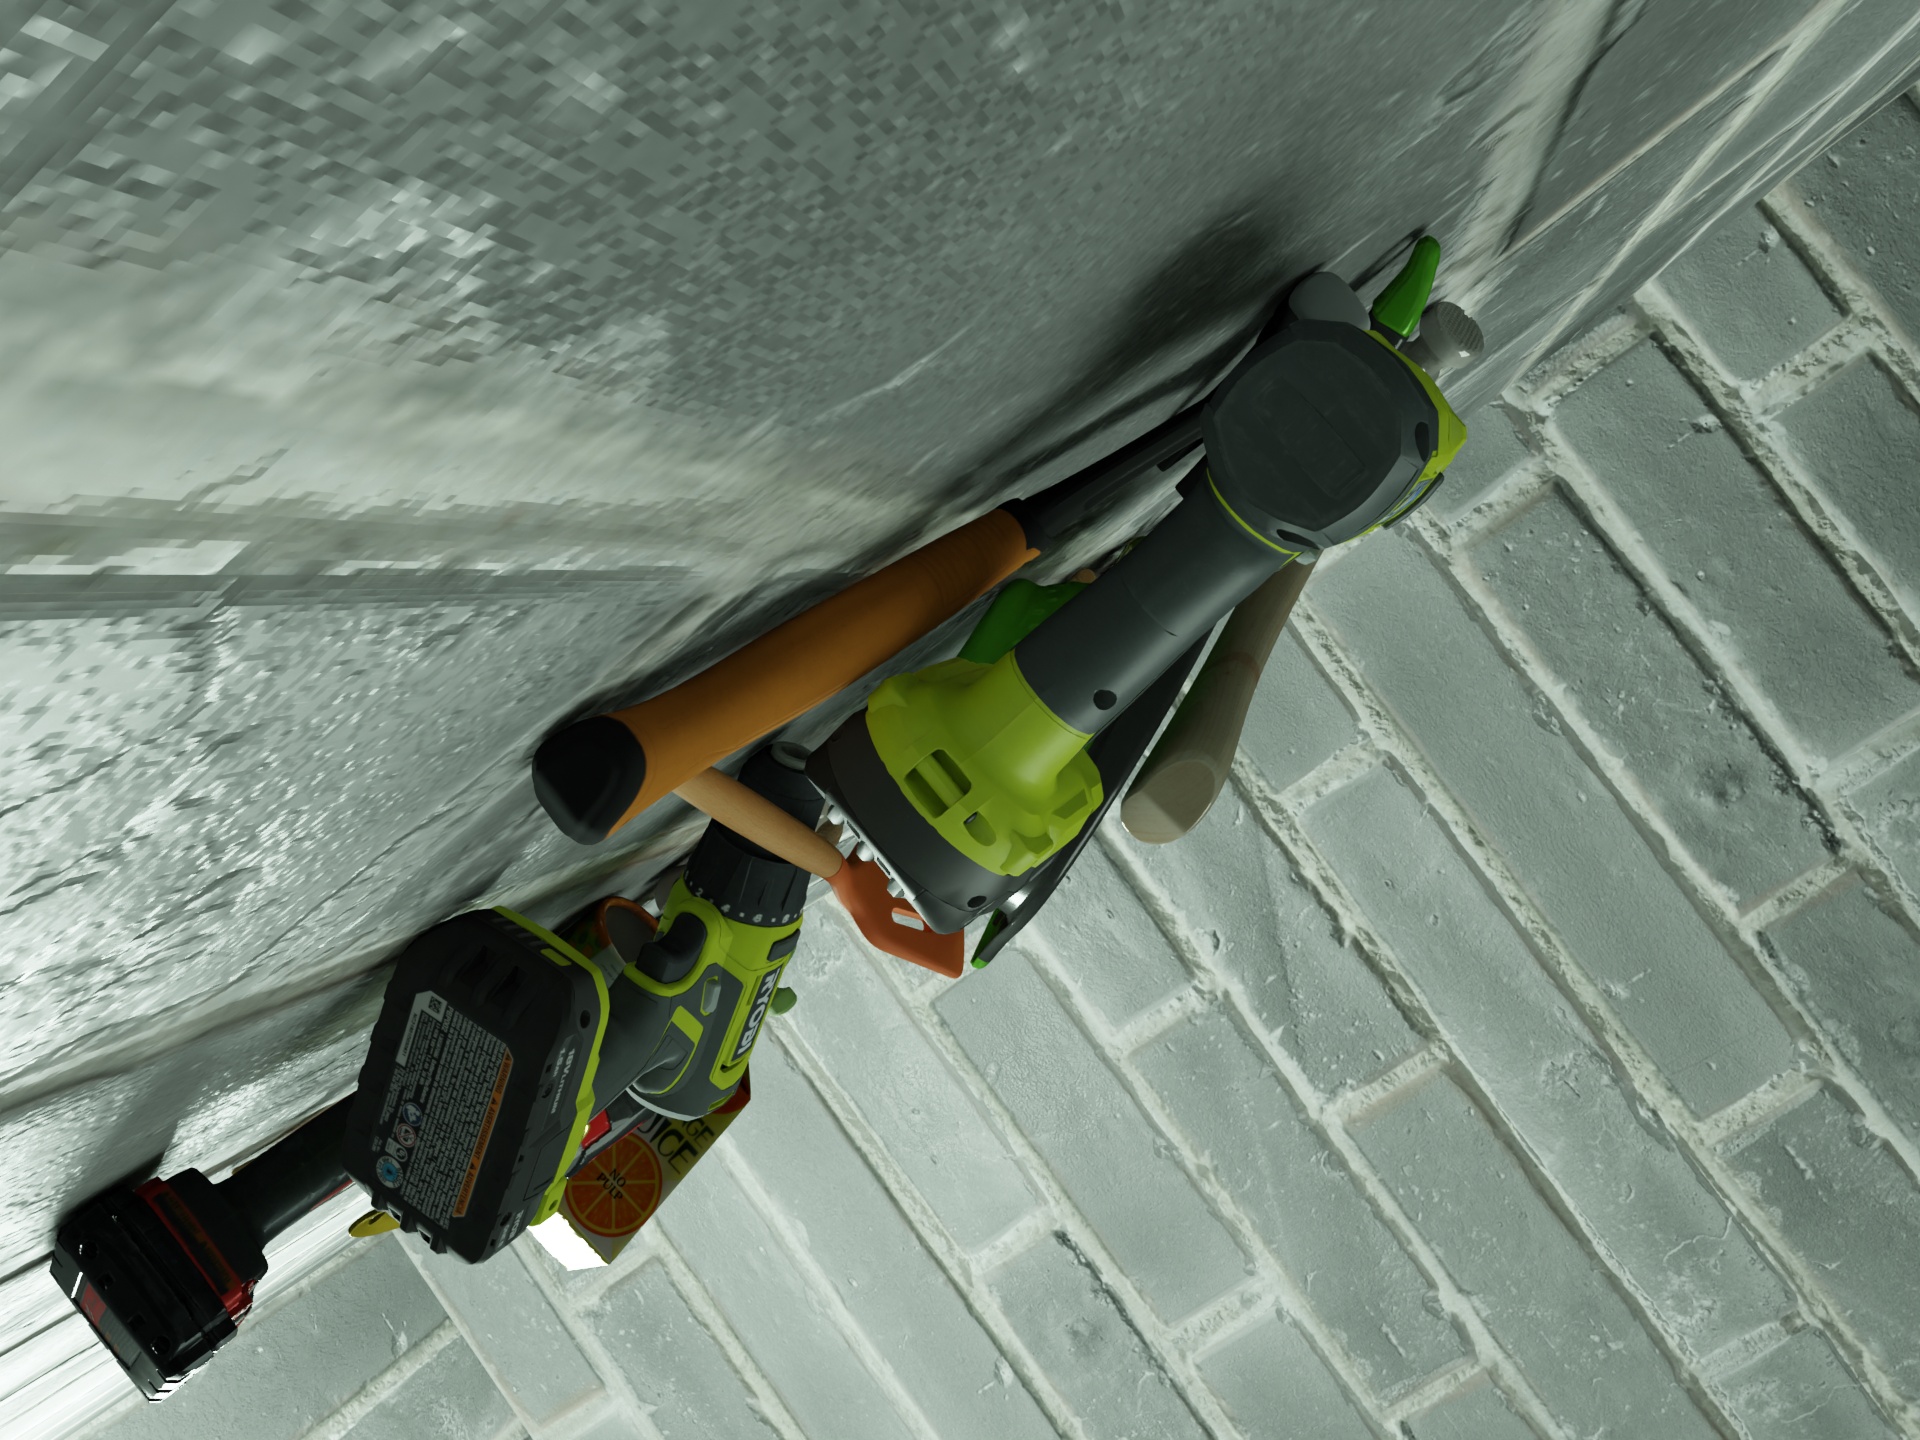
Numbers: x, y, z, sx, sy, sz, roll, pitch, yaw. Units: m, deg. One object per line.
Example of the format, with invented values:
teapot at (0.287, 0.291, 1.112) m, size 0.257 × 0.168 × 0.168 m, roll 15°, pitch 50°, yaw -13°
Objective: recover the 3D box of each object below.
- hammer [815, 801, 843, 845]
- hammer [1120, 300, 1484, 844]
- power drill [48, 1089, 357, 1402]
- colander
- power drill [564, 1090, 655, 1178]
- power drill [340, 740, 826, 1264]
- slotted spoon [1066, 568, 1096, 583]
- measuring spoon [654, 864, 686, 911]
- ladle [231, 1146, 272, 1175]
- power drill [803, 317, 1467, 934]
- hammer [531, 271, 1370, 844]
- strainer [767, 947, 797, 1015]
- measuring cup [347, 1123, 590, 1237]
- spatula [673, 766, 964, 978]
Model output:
hammer at (-0.105, 0.092, 1.057) m, size 0.331 × 0.031 × 0.130 m, roll -85°, pitch -164°, yaw -88°
hammer at (0.167, -0.078, 0.833) m, size 0.146 × 0.038 × 0.411 m, roll -41°, pitch -170°, yaw 48°
power drill at (-0.298, 0.209, 0.752) m, size 0.227 × 0.080 × 0.188 m, roll -37°, pitch 177°, yaw -40°
colander at (0.074, -0.064, 0.742) m, size 0.397 × 0.094 × 0.204 m, roll -59°, pitch 179°, yaw 28°
power drill at (-0.268, 0.241, 0.990) m, size 0.143 × 0.078 × 0.220 m, roll -34°, pitch -172°, yaw -31°
power drill at (-0.142, 0.112, 0.686) m, size 0.228 × 0.080 × 0.190 m, roll -23°, pitch 139°, yaw -64°
slotted spoon at (0.039, -0.039, 1.066) m, size 0.070 × 0.031 × 0.313 m, roll -35°, pitch 174°, yaw -20°
measuring spoon at (-0.139, 0.067, 0.903) m, size 0.124 × 0.018 × 0.034 m, roll -47°, pitch 171°, yaw 31°
ladle at (-0.266, 0.174, 0.924) m, size 0.320 × 0.062 × 0.078 m, roll -26°, pitch 168°, yaw -30°
power drill at (0.066, -0.036, 0.528) m, size 0.223 × 0.080 × 0.171 m, roll -43°, pitch 172°, yaw 22°
hammer at (0.002, -0.053, 0.541) m, size 0.337 × 0.034 × 0.127 m, roll -34°, pitch 174°, yaw -31°
strainer at (-0.190, 0.192, 1.241) m, size 0.151 × 0.069 × 0.256 m, roll -38°, pitch -169°, yaw -23°
measuring cup at (-0.221, 0.196, 0.701) m, size 0.062 × 0.029 × 0.156 m, roll -46°, pitch 164°, yaw 11°
spatula at (-0.057, 0.055, 0.688) m, size 0.041 × 0.081 × 0.322 m, roll -8°, pitch 162°, yaw 12°
